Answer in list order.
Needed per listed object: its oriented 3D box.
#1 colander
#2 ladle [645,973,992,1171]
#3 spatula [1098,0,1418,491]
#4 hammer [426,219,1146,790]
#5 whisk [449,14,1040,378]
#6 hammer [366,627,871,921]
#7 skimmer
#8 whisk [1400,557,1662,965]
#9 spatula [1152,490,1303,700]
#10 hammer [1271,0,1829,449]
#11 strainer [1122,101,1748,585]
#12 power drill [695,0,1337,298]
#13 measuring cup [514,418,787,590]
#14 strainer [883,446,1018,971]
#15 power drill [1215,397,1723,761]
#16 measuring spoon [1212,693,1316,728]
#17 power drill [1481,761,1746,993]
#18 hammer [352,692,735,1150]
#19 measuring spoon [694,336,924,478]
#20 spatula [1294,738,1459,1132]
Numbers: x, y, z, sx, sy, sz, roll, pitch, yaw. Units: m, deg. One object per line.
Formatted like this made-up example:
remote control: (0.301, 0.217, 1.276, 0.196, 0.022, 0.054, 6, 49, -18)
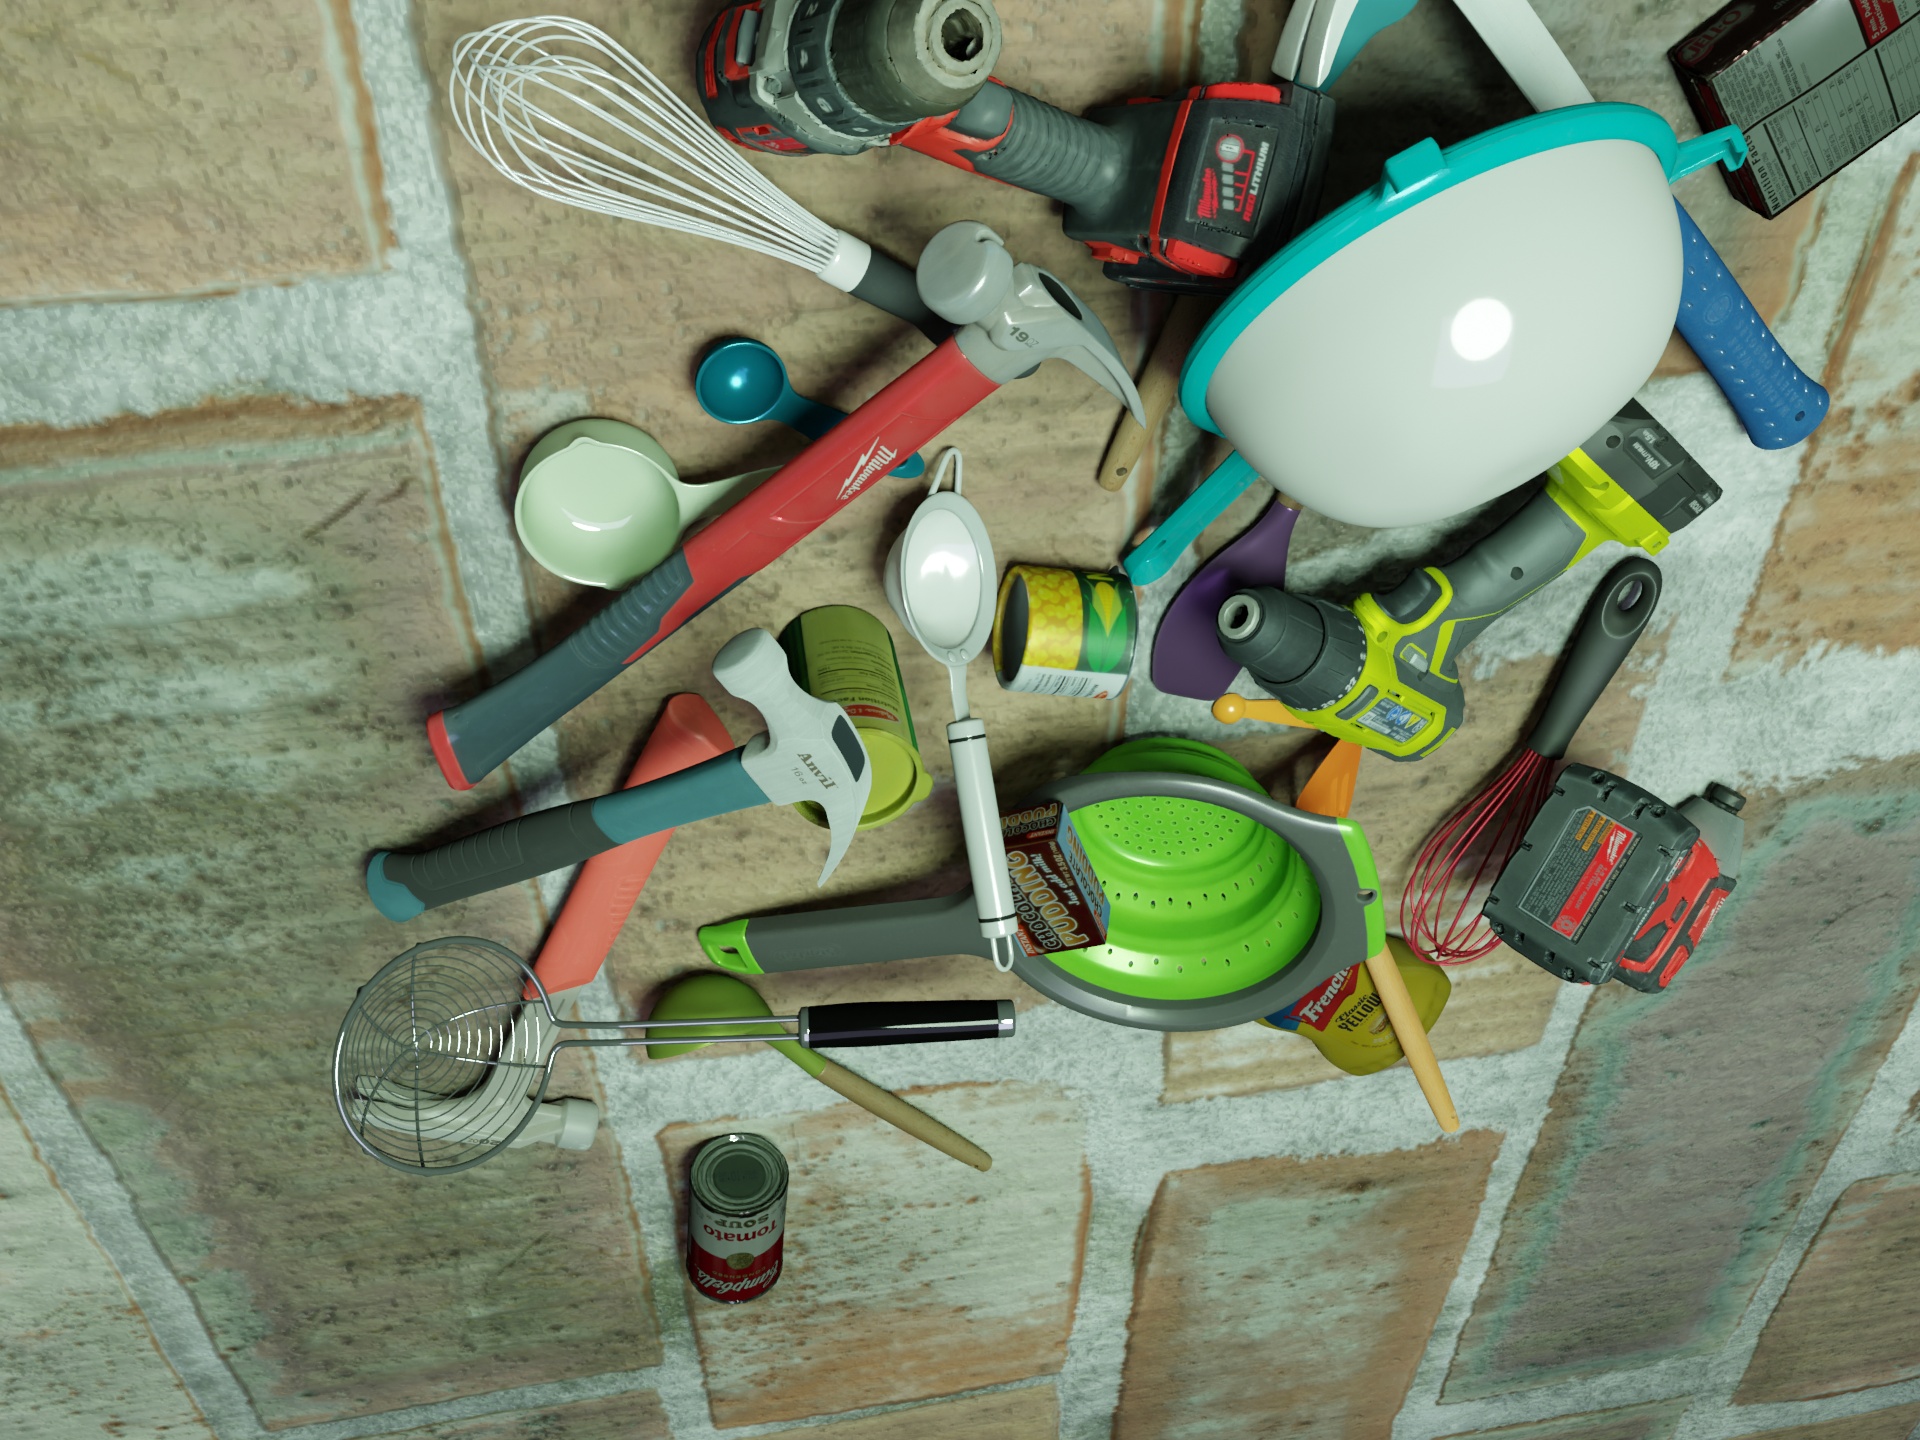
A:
colander: (0.039, 0.088, 0.925, 0.397, 0.095, 0.204, -8, 129, 17)
ladle: (-0.078, 0.247, 1.037, 0.078, 0.062, 0.319, -18, 138, 33)
spatula: (0.127, -0.237, 0.711, 0.082, 0.044, 0.317, 9, 131, -21)
hammer: (-0.098, -0.071, 0.733, 0.386, 0.038, 0.143, -33, 150, 24)
whisk: (-0.077, -0.209, 0.669, 0.284, 0.070, 0.070, 20, 122, -33)
hammer: (-0.183, 0.051, 0.788, 0.331, 0.033, 0.128, -17, 125, 32)
skimmer: (-0.147, 0.177, 0.873, 0.363, 0.090, 0.127, -1, 89, -6)
whisk: (0.345, 0.033, 0.960, 0.073, 0.073, 0.295, 7, 121, -18)
spatula: (0.177, -0.133, 0.809, 0.059, 0.018, 0.315, 11, 126, -20)
hammer: (0.293, -0.236, 0.716, 0.405, 0.035, 0.144, 31, 105, -37)
strainer: (0.175, -0.114, 0.689, 0.211, 0.095, 0.340, -15, 163, -31)
power drill: (0.029, -0.220, 0.587, 0.226, 0.188, 0.080, 7, 103, -29)
measuring cup: (-0.124, -0.112, 0.746, 0.167, 0.038, 0.083, -11, 130, -7)
strainer: (-0.001, -0.003, 0.787, 0.050, 0.258, 0.087, -10, 180, 33)
power drill: (0.250, -0.080, 0.811, 0.190, 0.080, 0.228, 20, 123, -45)
measuring spoon: (0.201, -0.001, 0.925, 0.117, 0.011, 0.021, 5, 127, -17)
power drill: (0.416, 0.095, 0.973, 0.219, 0.079, 0.143, 13, 108, -51)
hammer: (-0.228, 0.125, 0.915, 0.149, 0.037, 0.359, 17, 124, -24)
measuring spoon: (-0.069, -0.145, 0.748, 0.128, 0.021, 0.042, 21, 122, -37)
spatula: (0.265, 0.145, 0.988, 0.081, 0.041, 0.322, -45, 121, -31)
